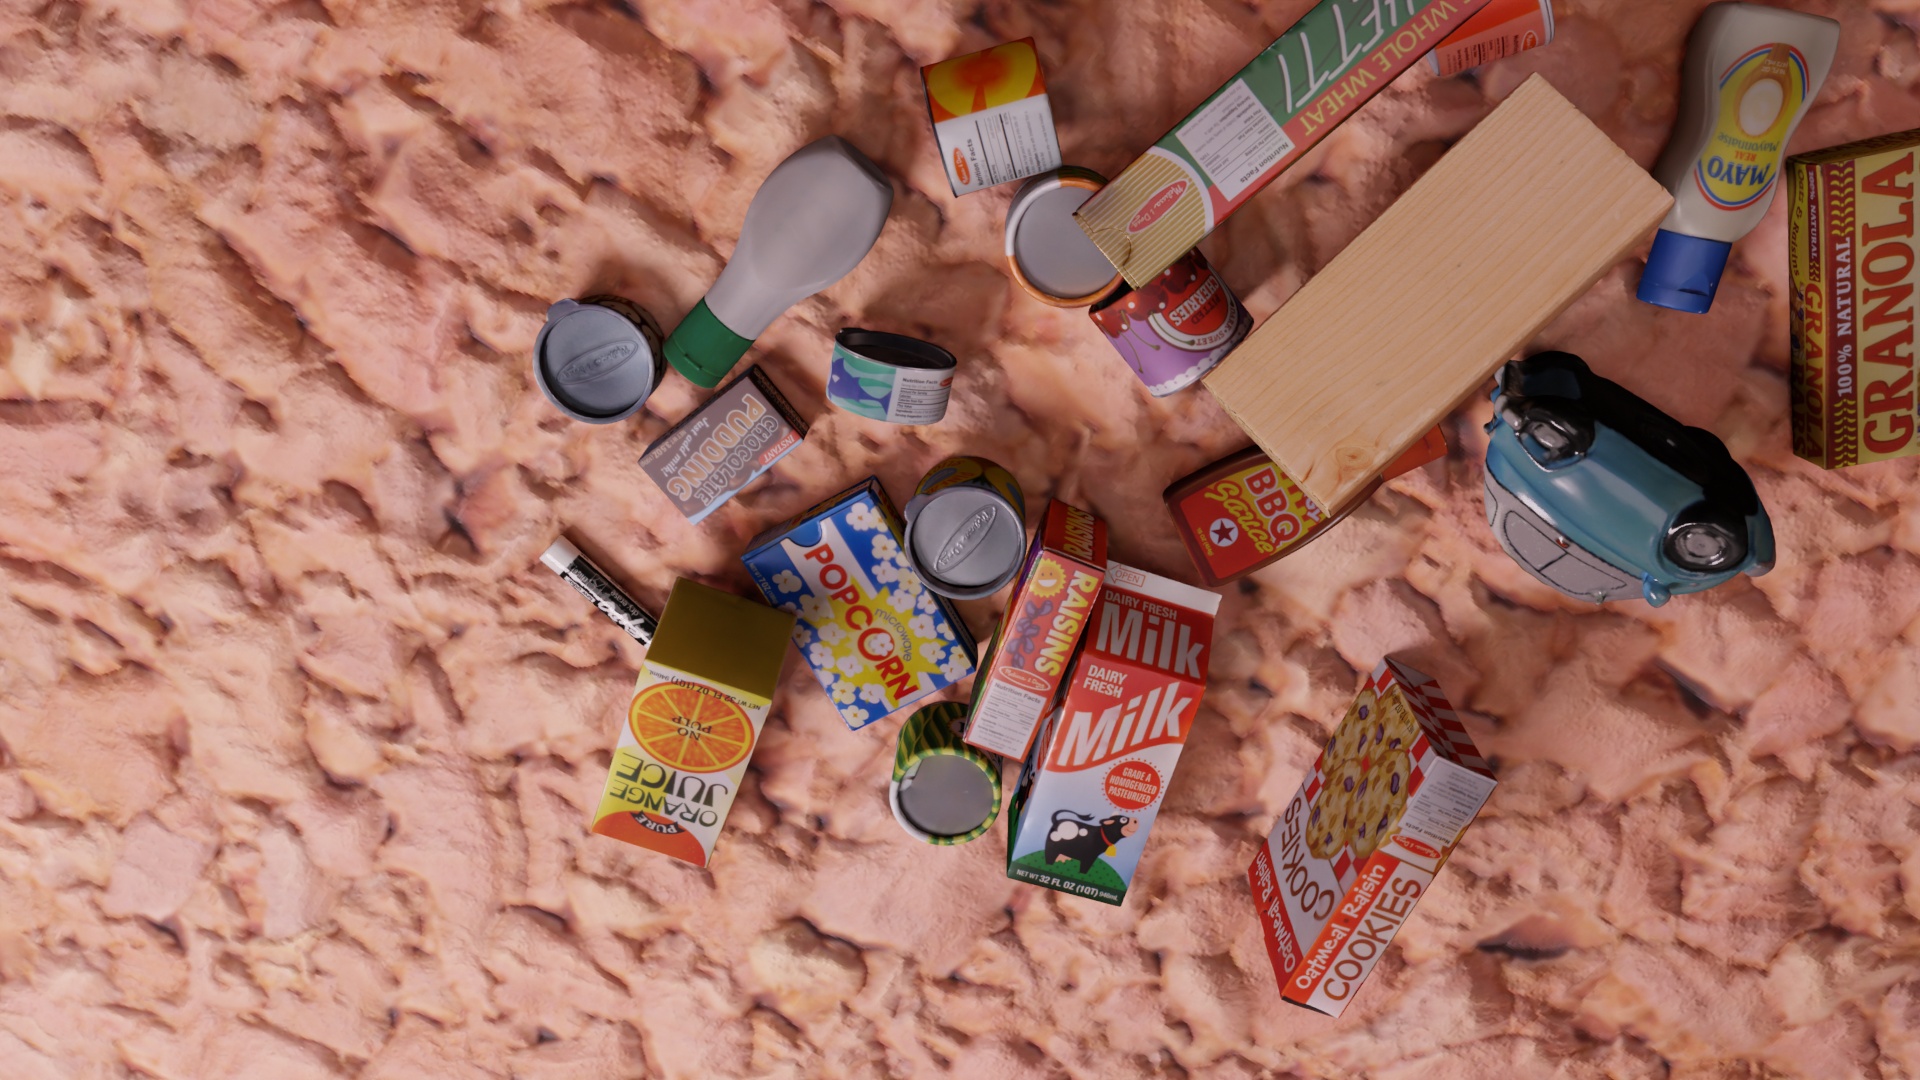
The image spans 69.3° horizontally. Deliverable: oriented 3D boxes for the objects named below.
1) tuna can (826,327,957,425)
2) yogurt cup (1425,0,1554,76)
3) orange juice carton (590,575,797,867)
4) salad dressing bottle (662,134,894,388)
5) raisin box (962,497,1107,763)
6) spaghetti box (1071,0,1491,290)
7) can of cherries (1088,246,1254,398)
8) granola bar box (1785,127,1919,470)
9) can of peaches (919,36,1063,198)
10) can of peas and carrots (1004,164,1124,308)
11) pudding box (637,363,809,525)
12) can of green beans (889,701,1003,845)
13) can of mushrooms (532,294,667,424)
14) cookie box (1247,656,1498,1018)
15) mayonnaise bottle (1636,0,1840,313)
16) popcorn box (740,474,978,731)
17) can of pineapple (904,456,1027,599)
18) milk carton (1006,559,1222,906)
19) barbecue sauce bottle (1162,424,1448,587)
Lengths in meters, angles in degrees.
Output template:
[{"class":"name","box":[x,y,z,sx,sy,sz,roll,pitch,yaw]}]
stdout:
[{"class":"tuna can","box":[-0.039,-0.088,0.741,0.071,0.071,0.032,12,111,-2]},{"class":"yogurt cup","box":[0.247,-0.261,0.670,0.054,0.073,0.072,-21,108,18]},{"class":"orange juice carton","box":[-0.159,0.119,0.798,0.072,0.073,0.191,19,127,-8]},{"class":"salad dressing bottle","box":[-0.099,-0.144,0.734,0.064,0.044,0.147,41,107,-14]},{"class":"raisin box","box":[0.042,0.048,0.775,0.040,0.086,0.123,22,109,-1]},{"class":"spaghetti box","box":[0.164,-0.213,0.639,0.249,0.029,0.050,-38,97,15]},{"class":"can of cherries","box":[0.110,-0.117,0.721,0.071,0.072,0.058,-37,104,14]},{"class":"granola bar box","box":[0.502,-0.128,0.721,0.124,0.039,0.165,-11,109,6]},{"class":"can of peaches","box":[0.016,-0.213,0.694,0.058,0.071,0.071,-14,109,7]},{"class":"can of peas and carrots","box":[0.058,-0.156,0.715,0.071,0.059,0.070,1,110,2]},{"class":"pudding box","box":[-0.132,-0.053,0.774,0.083,0.030,0.049,-35,106,14]},{"class":"can of green beans","box":[-0.008,0.138,0.823,0.071,0.058,0.071,1,110,2]},{"class":"can of mushrooms","box":[-0.196,-0.101,0.757,0.071,0.033,0.070,1,110,2]},{"class":"cookie box","box":[0.227,0.166,0.791,0.040,0.123,0.166,24,109,-6]},{"class":"mayonnaise bottle","box":[0.384,-0.190,0.701,0.065,0.041,0.147,9,109,-3]},{"class":"popcorn box","box":[-0.056,0.037,0.799,0.085,0.038,0.126,-27,107,12]},{"class":"can of pineapple","box":[0.003,-0.010,0.770,0.071,0.058,0.070,1,110,2]},{"class":"milk carton","box":[0.086,0.106,0.801,0.072,0.074,0.189,17,109,-4]},{"class":"barbecue sauce bottle","box":[0.190,-0.032,0.763,0.148,0.044,0.064,-26,99,10]}]
